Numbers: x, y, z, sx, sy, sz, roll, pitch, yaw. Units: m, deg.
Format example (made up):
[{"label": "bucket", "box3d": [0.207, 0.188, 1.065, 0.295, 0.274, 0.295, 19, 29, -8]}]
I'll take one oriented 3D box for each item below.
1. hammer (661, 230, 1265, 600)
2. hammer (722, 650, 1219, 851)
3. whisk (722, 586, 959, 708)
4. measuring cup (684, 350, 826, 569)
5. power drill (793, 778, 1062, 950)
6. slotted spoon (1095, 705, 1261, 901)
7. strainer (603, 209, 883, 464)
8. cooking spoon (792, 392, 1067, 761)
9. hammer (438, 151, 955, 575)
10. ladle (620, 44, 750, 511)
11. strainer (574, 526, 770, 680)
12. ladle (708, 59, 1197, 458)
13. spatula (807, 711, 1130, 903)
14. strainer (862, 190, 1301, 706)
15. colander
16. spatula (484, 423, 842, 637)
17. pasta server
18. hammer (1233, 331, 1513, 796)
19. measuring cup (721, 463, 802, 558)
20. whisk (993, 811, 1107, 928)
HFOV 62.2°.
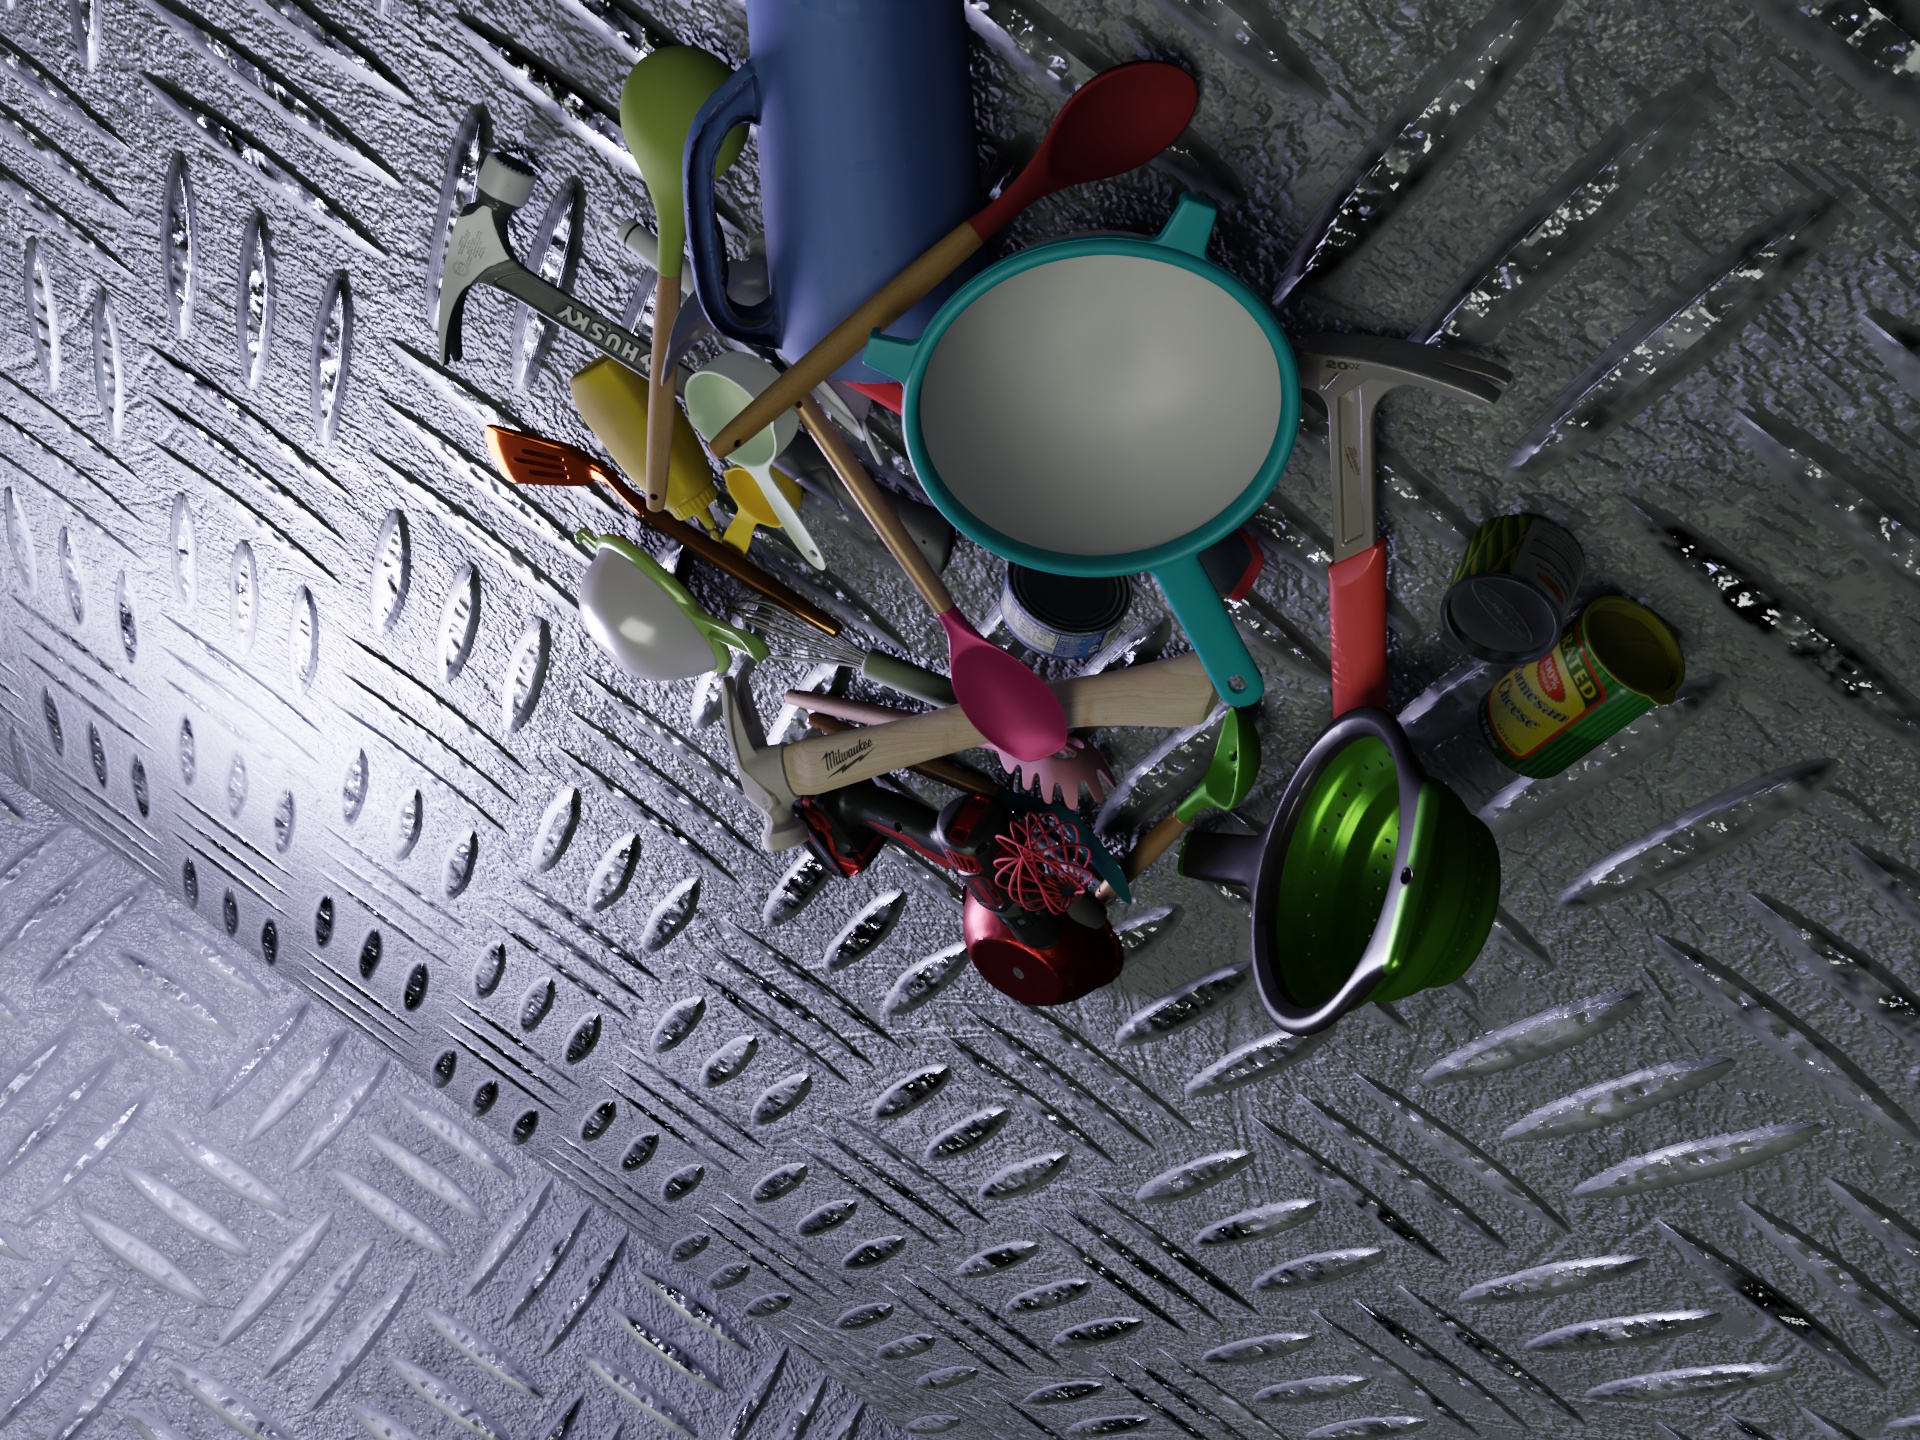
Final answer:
[{"label": "hammer", "box3d": [0.007, -0.170, 0.983, 0.386, 0.143, 0.038, 29, 140, 1]}, {"label": "hammer", "box3d": [-0.002, -0.004, 1.184, 0.410, 0.038, 0.146, -13, 97, 30]}, {"label": "whisk", "box3d": [-0.079, -0.048, 1.259, 0.246, 0.058, 0.059, 22, 177, 13]}, {"label": "measuring cup", "box3d": [-0.124, -0.177, 1.081, 0.083, 0.038, 0.167, 7, 139, 41]}, {"label": "power drill", "box3d": [-0.023, 0.111, 1.330, 0.227, 0.080, 0.187, 16, 152, 35]}, {"label": "slotted spoon", "box3d": [0.161, 0.079, 1.209, 0.031, 0.070, 0.313, 8, 152, -13]}, {"label": "strainer", "box3d": [-0.139, -0.266, 1.059, 0.258, 0.050, 0.087, 38, 176, 6]}, {"label": "cooking spoon", "box3d": [-0.024, -0.097, 1.079, 0.069, 0.017, 0.318, -23, 114, 31]}, {"label": "hammer", "box3d": [-0.180, -0.221, 1.111, 0.409, 0.036, 0.149, 32, 112, -3]}, {"label": "ladle", "box3d": [-0.187, -0.272, 1.029, 0.078, 0.062, 0.320, 12, 133, -3]}, {"label": "strainer", "box3d": [-0.234, -0.065, 1.266, 0.257, 0.069, 0.151, 23, 153, 53]}, {"label": "ladle", "box3d": [-0.011, -0.240, 0.840, 0.031, 0.315, 0.069, 59, -168, 31]}, {"label": "spatula", "box3d": [0.004, 0.061, 1.310, 0.318, 0.044, 0.082, 22, 160, 20]}, {"label": "strainer", "box3d": [0.104, -0.147, 0.912, 0.211, 0.095, 0.340, -19, 132, 20]}, {"label": "colander", "box3d": [0.246, 0.104, 1.052, 0.094, 0.204, 0.397, 15, 175, -10]}, {"label": "spatula", "box3d": [-0.233, -0.147, 1.256, 0.323, 0.041, 0.081, 32, 158, 10]}, {"label": "pasta server", "box3d": [-0.018, 0.012, 1.278, 0.316, 0.060, 0.040, 12, 126, 34]}, {"label": "hammer", "box3d": [0.250, -0.070, 0.967, 0.149, 0.037, 0.358, 18, 141, 31]}, {"label": "measuring cup", "box3d": [-0.158, -0.158, 1.216, 0.062, 0.029, 0.156, 39, 156, -4]}, {"label": "whisk", "box3d": [0.080, 0.126, 1.220, 0.073, 0.073, 0.295, 21, 170, 19]}]
